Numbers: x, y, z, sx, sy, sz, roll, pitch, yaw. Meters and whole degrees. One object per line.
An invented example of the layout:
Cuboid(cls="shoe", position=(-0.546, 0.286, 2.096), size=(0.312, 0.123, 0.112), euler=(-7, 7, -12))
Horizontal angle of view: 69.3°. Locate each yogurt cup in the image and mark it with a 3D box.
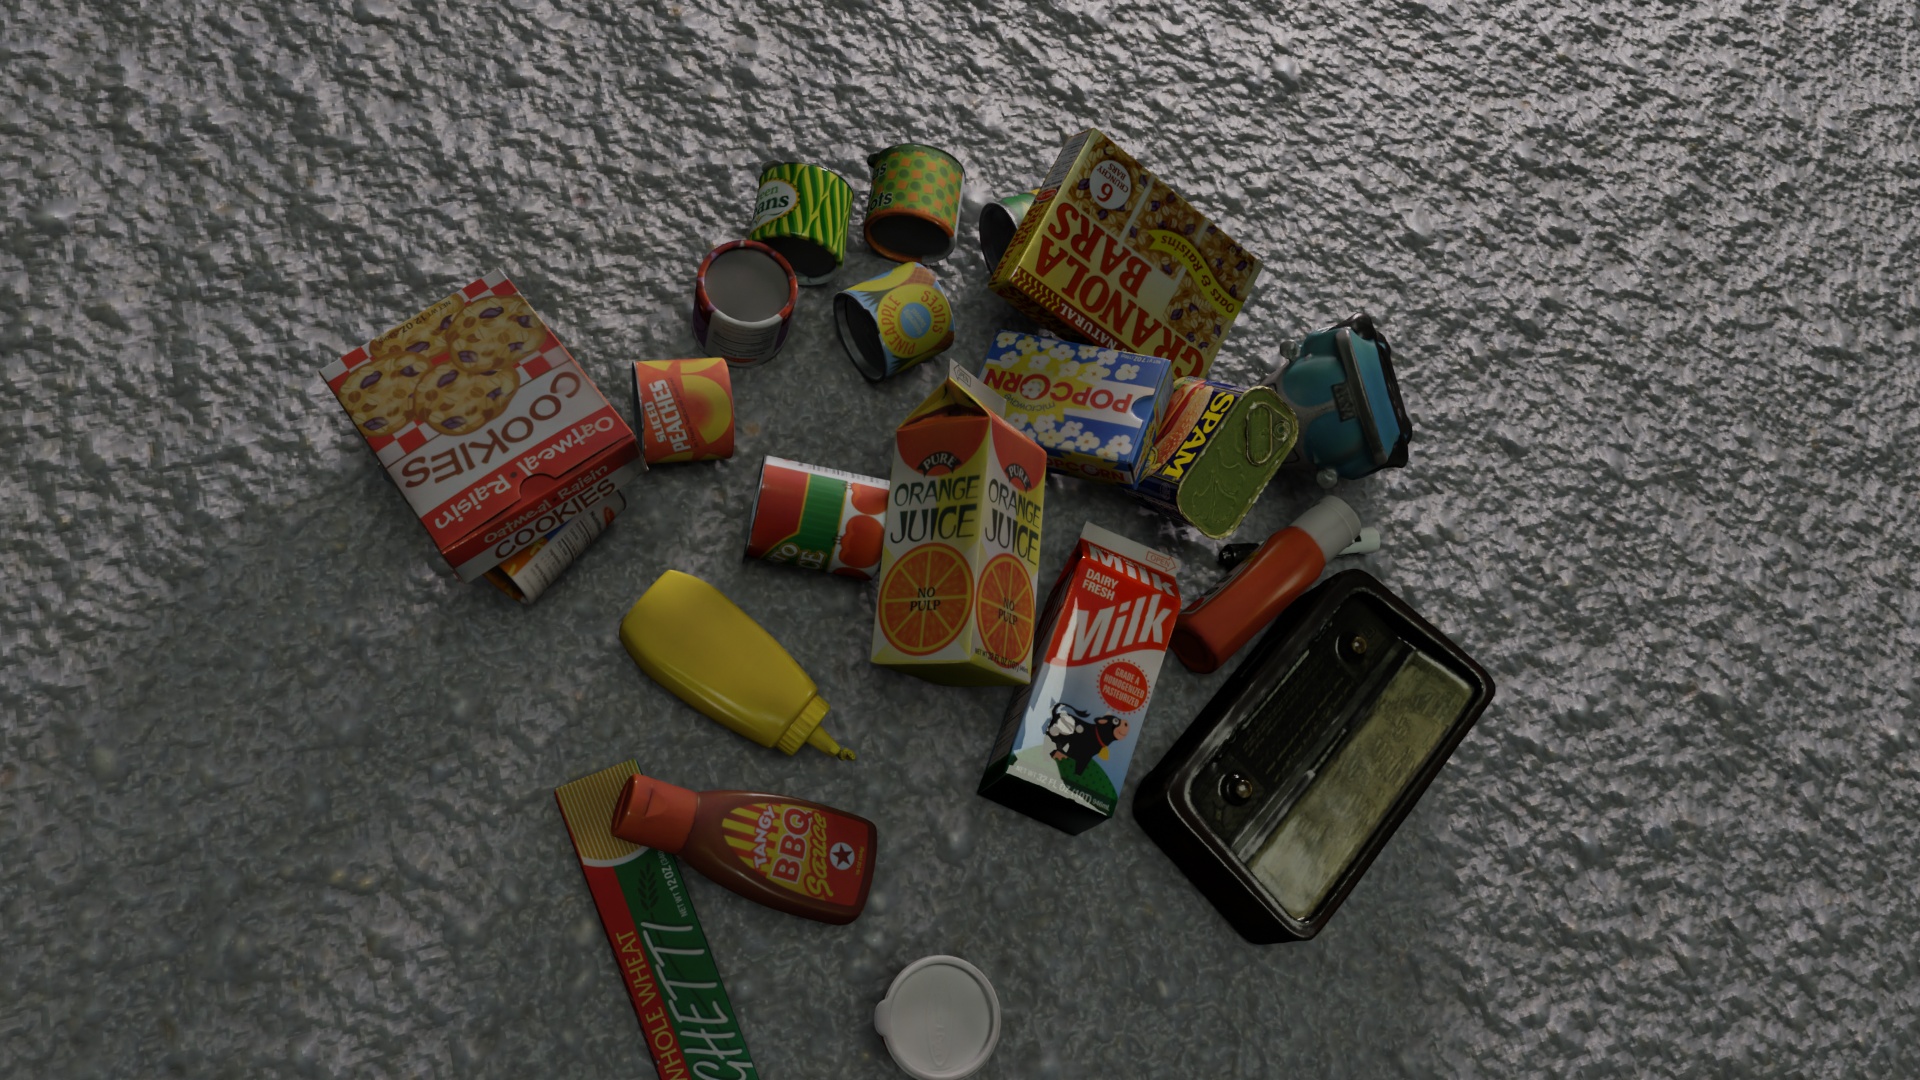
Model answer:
Cuboid(cls="yogurt cup", position=(-0.016, 0.274, 0.795), size=(0.072, 0.053, 0.072), euler=(5, 69, -12))

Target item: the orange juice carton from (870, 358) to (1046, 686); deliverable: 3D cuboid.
Cuboid(cls="orange juice carton", position=(0.003, -0.011, 0.858), size=(0.072, 0.073, 0.193), euler=(27, 63, -52))

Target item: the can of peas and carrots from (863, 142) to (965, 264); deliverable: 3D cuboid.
Cuboid(cls="can of peas and carrots", position=(-0.035, -0.236, 0.975), size=(0.071, 0.070, 0.059), euler=(11, 69, -10))

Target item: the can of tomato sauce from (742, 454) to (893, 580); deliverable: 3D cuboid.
Cuboid(cls="can of tomato sauce", position=(-0.090, -0.012, 0.878), size=(0.083, 0.071, 0.071), euler=(11, 68, -10))

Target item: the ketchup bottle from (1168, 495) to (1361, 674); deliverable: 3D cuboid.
Cuboid(cls="ketchup bottle", position=(0.205, 0.027, 0.929), size=(0.149, 0.064, 0.043), euler=(-38, 81, -16))

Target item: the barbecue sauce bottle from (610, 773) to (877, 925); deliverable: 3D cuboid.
Cuboid(cls="barbecue sauce bottle", position=(-0.123, 0.172, 0.795), size=(0.148, 0.043, 0.065), euler=(22, 57, -20))

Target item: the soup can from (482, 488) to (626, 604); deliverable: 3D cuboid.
Cuboid(cls="soup can", position=(-0.257, -0.014, 0.838), size=(0.071, 0.071, 0.084), euler=(38, 66, 2))

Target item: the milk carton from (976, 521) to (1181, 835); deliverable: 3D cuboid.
Cuboid(cls="milk carton", position=(0.082, 0.081, 0.881), size=(0.072, 0.073, 0.191), euler=(23, 66, -4))

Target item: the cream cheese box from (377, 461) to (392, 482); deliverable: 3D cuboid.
Cuboid(cls="cream cheese box", position=(-0.317, -0.079, 0.870), size=(0.053, 0.024, 0.104), euler=(18, 67, -7))

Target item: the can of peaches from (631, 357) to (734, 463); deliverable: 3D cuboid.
Cuboid(cls="can of peaches", position=(-0.176, -0.082, 0.881), size=(0.058, 0.071, 0.071), euler=(-5, 71, -17))

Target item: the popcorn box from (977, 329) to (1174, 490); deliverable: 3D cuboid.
Cuboid(cls="popcorn box", position=(0.071, -0.089, 0.934), size=(0.127, 0.038, 0.085), euler=(13, 64, 22))

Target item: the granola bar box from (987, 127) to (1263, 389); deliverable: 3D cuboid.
Cuboid(cls="granola bar box", position=(0.116, -0.184, 0.962), size=(0.165, 0.039, 0.124), euler=(32, 81, -24))

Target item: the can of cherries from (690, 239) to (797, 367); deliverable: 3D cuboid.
Cuboid(cls="can of cherries", position=(-0.145, -0.159, 0.924), size=(0.071, 0.058, 0.072), euler=(4, 70, -12))

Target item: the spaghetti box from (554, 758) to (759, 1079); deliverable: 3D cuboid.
Cuboid(cls="spaghetti box", position=(-0.163, 0.247, 0.783), size=(0.050, 0.028, 0.250), euler=(-20, 76, -20))

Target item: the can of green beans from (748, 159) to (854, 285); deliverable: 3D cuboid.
Cuboid(cls="can of green beans", position=(-0.109, -0.216, 0.949), size=(0.071, 0.071, 0.058), euler=(10, 69, -10))

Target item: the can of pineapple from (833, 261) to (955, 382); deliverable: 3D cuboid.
Cuboid(cls="can of pineapple", position=(-0.044, -0.148, 0.939), size=(0.058, 0.070, 0.071), euler=(-29, 79, -21))

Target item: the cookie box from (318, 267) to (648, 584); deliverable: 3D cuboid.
Cuboid(cls="cookie box", position=(-0.279, -0.071, 0.812), size=(0.123, 0.040, 0.168), euler=(-35, 62, -15))

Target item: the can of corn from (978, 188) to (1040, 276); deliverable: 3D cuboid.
Cuboid(cls="can of corn", position=(0.055, -0.214, 0.989), size=(0.058, 0.071, 0.071), euler=(-22, 77, -20))

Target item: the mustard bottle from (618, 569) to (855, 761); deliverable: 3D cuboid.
Cuboid(cls="mustard bottle", position=(-0.130, 0.087, 0.841), size=(0.160, 0.048, 0.065), euler=(38, 66, 2))
